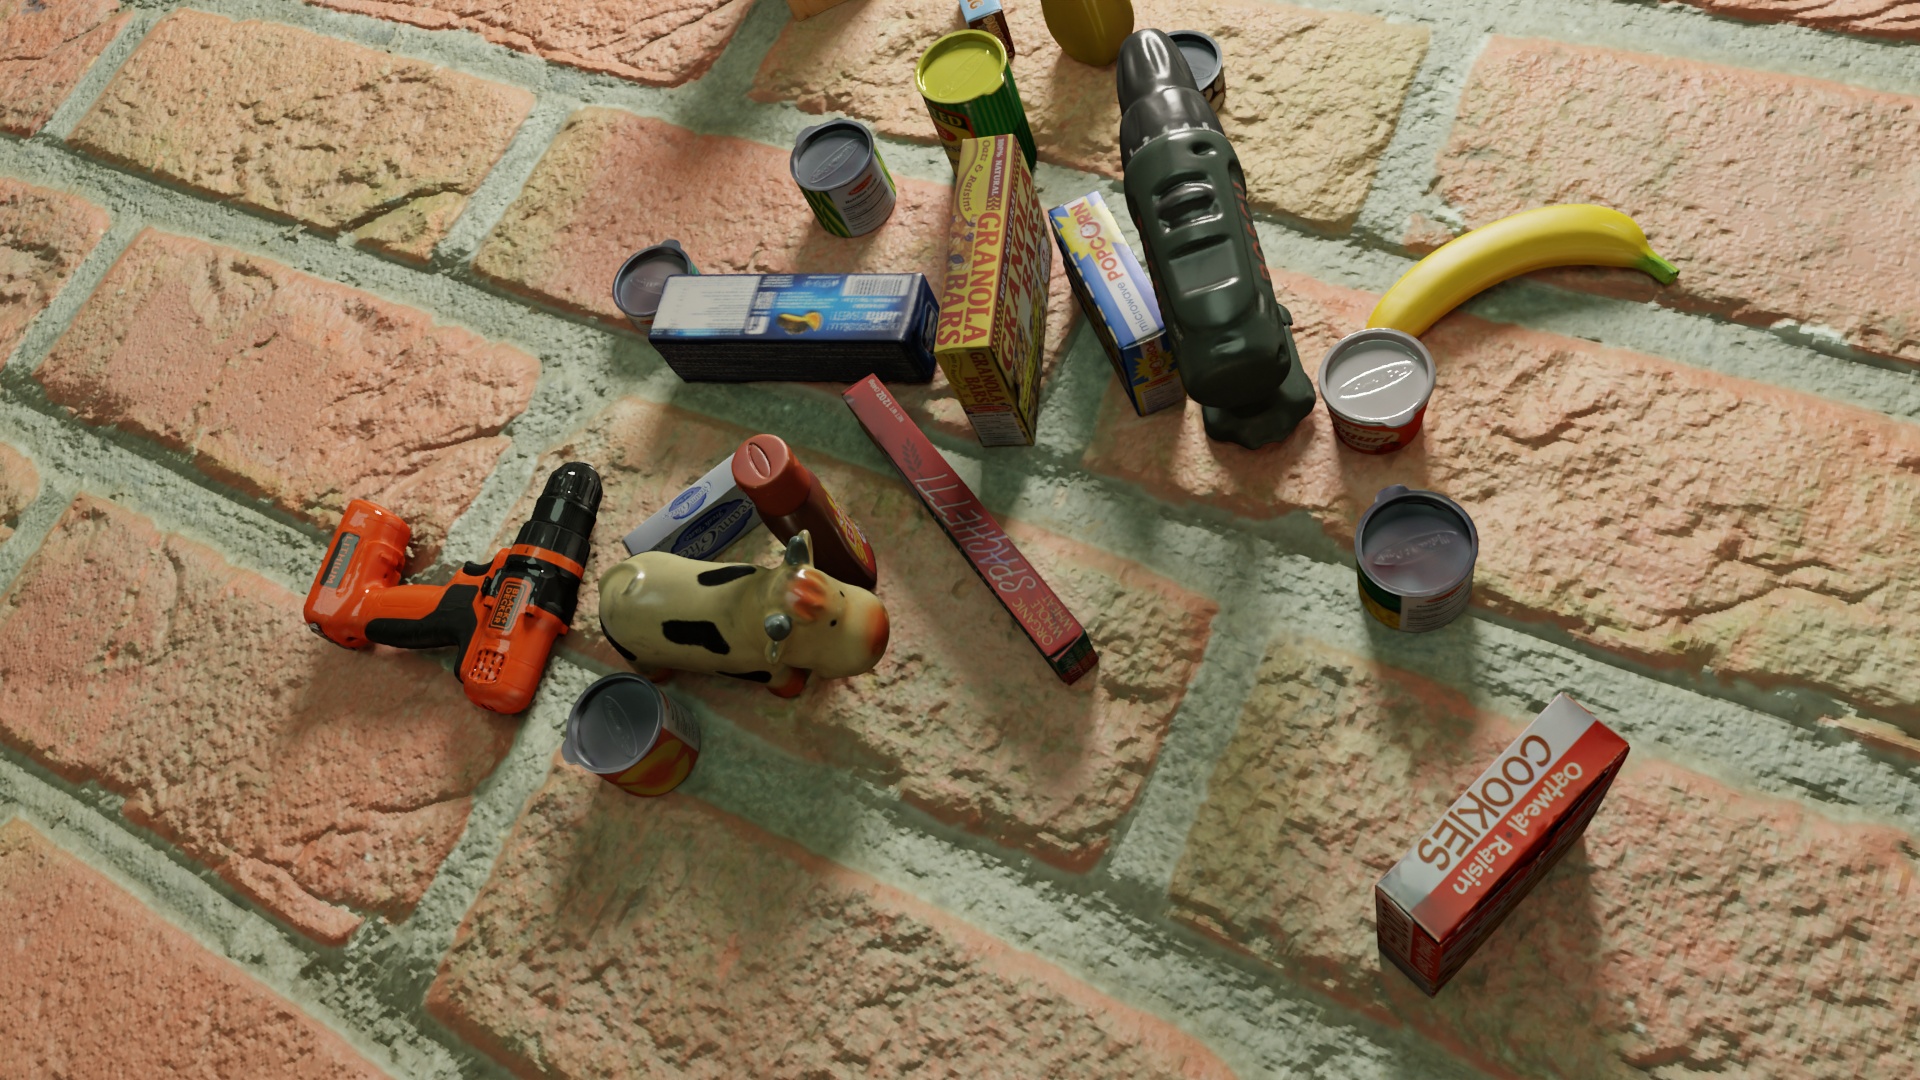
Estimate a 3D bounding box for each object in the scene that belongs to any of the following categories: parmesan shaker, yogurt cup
[{"bbox_3d":[0.015,-0.305,1.003,0.071,0.102,0.071,-7,63,14],"label":"parmesan shaker"},{"bbox_3d":[0.255,-0.088,0.852,0.072,0.053,0.072,-7,63,14],"label":"yogurt cup"}]

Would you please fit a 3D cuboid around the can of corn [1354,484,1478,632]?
[{"bbox_3d":[0.261,0.011,0.799,0.071,0.058,0.071,-7,63,14],"label":"can of corn"}]

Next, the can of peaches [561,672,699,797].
[{"bbox_3d":[-0.209,0.126,0.883,0.071,0.058,0.071,-7,63,14],"label":"can of peaches"}]

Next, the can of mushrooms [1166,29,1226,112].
[{"bbox_3d":[0.159,-0.335,1.014,0.071,0.033,0.071,-7,63,14],"label":"can of mushrooms"}]

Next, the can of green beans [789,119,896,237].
[{"bbox_3d":[-0.087,-0.271,1.042,0.071,0.057,0.071,-7,63,14],"label":"can of green beans"}]

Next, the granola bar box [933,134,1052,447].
[{"bbox_3d":[0.026,-0.163,0.917,0.039,0.124,0.166,-1,65,16],"label":"granola bar box"}]

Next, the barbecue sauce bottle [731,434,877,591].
[{"bbox_3d":[-0.098,-0.015,0.867,0.044,0.148,0.065,-31,60,1],"label":"barbecue sauce bottle"}]

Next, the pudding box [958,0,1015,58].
[{"bbox_3d":[0.015,-0.421,1.090,0.030,0.049,0.084,-19,61,7],"label":"pudding box"}]

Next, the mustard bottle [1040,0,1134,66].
[{"bbox_3d":[0.084,-0.416,1.004,0.065,0.159,0.049,32,78,27],"label":"mustard bottle"}]

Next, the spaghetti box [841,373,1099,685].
[{"bbox_3d":[0.003,-0.011,0.892,0.029,0.050,0.251,-37,60,-3],"label":"spaghetti box"}]

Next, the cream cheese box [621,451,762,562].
[{"bbox_3d":[-0.173,-0.014,0.944,0.104,0.053,0.024,-38,60,-4],"label":"cream cheese box"}]

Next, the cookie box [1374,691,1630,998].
[{"bbox_3d":[0.256,0.153,0.668,0.123,0.167,0.040,-44,61,-7],"label":"cookie box"}]

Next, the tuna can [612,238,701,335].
[{"bbox_3d":[-0.227,-0.192,1.060,0.071,0.032,0.071,-7,63,14],"label":"tuna can"}]

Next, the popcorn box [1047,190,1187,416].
[{"bbox_3d":[0.104,-0.155,0.913,0.038,0.085,0.127,-25,60,4],"label":"popcorn box"}]
